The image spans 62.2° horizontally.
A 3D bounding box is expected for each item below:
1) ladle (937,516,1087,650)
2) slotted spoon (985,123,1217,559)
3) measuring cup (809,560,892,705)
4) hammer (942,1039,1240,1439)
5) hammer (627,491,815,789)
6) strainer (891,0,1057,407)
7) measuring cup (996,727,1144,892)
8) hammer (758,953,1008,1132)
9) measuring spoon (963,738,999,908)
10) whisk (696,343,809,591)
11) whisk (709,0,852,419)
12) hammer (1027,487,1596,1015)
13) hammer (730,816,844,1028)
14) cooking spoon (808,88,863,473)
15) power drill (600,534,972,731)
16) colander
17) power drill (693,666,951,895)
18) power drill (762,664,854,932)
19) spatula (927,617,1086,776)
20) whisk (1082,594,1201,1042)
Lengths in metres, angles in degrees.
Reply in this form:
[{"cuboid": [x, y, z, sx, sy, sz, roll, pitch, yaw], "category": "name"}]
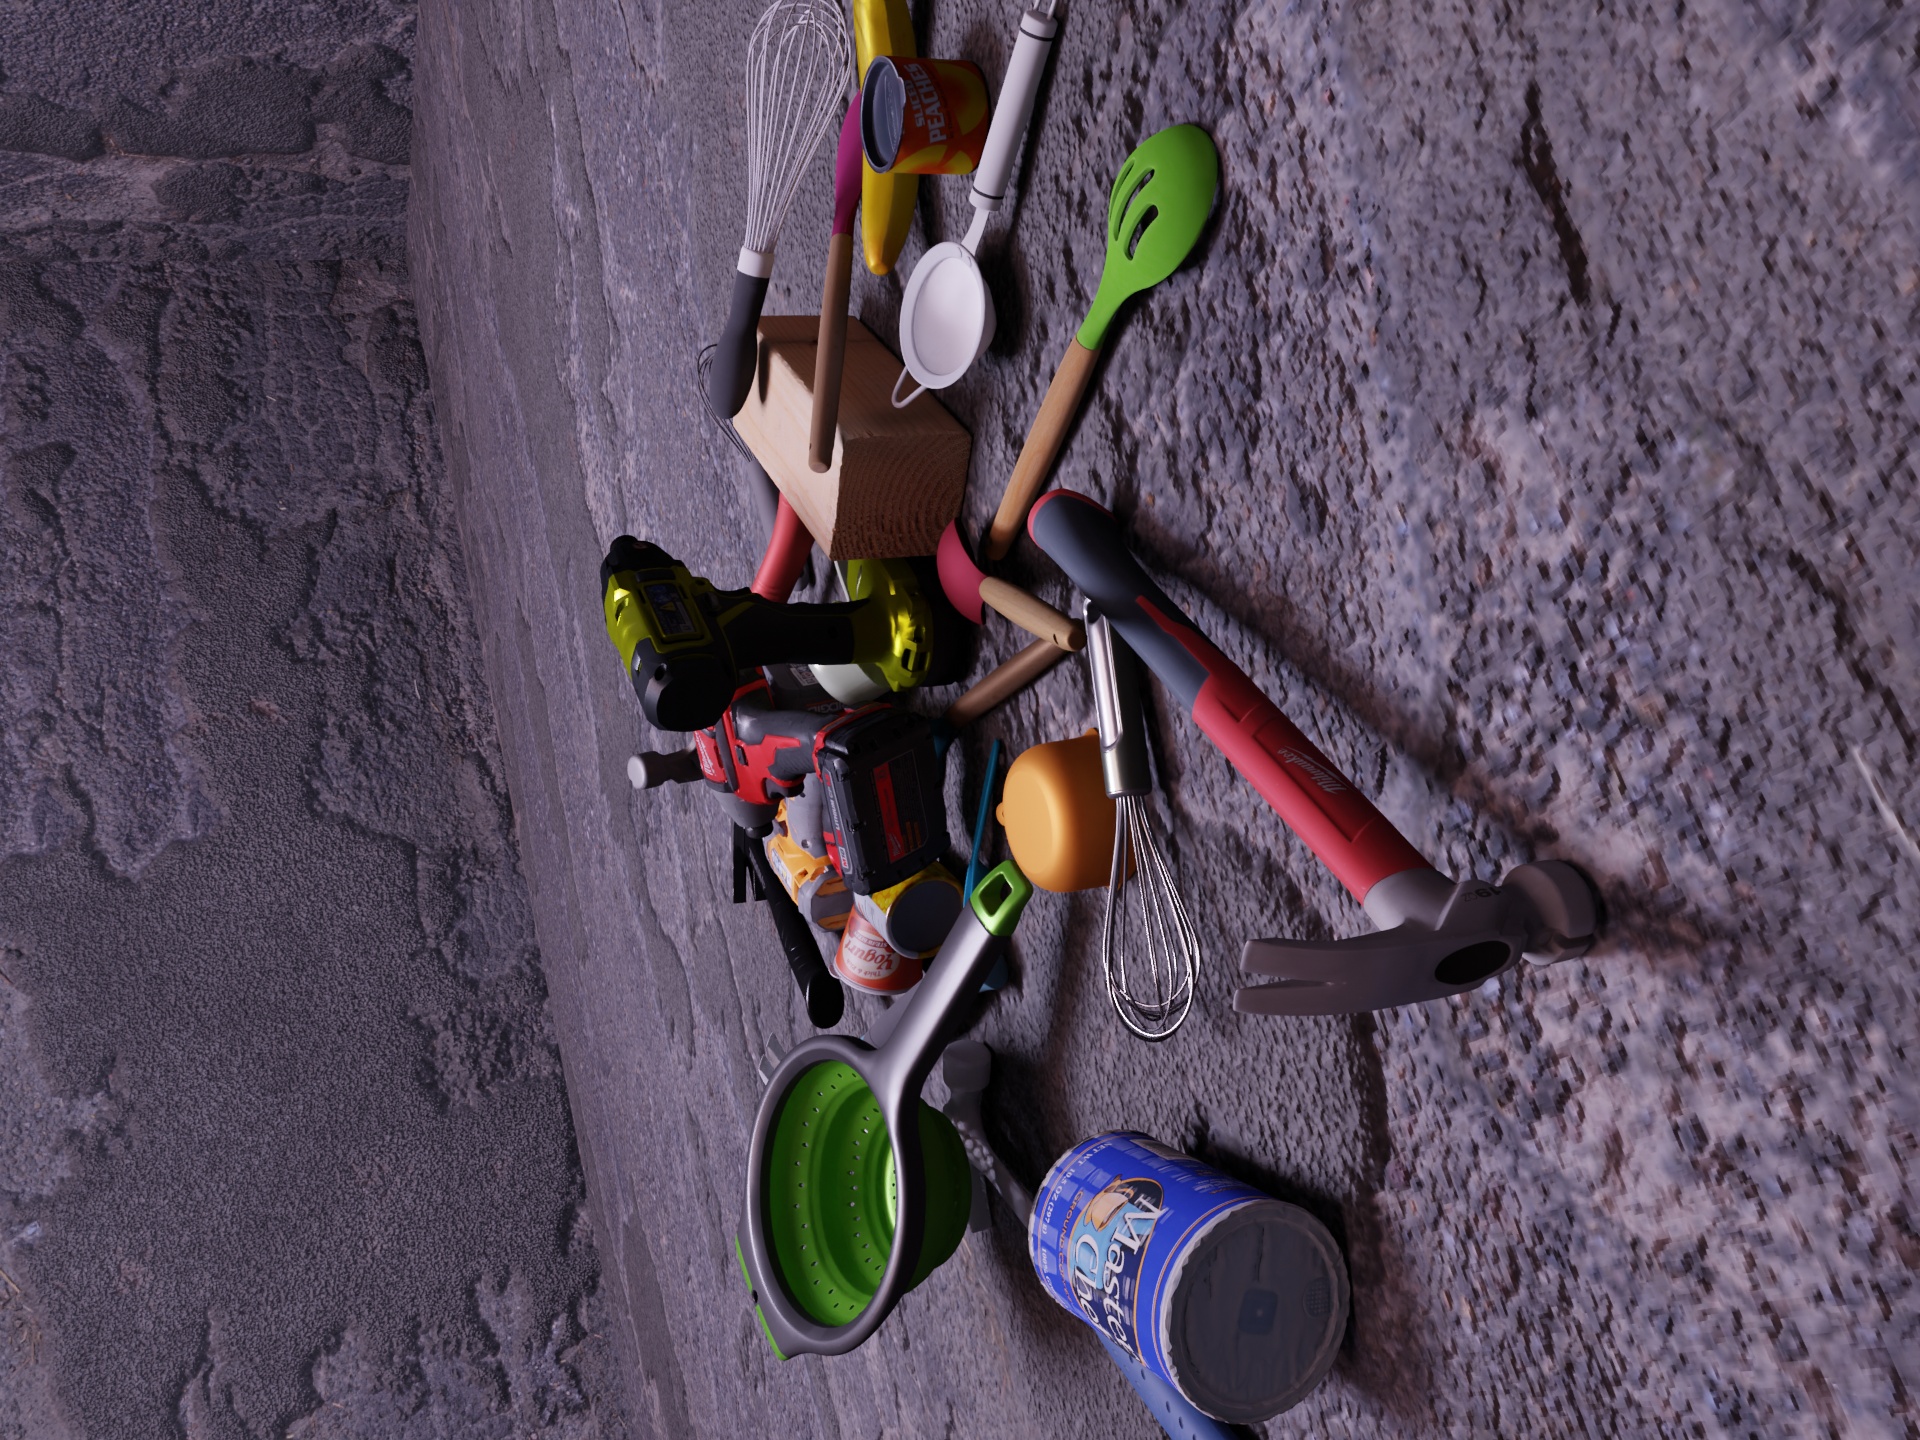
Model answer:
[{"cuboid": [0.024, -0.068, 0.875, 0.315, 0.031, 0.069, -133, 25, -74], "category": "ladle"}, {"cuboid": [0.062, -0.186, 0.862, 0.313, 0.031, 0.070, 116, 141, -54], "category": "slotted spoon"}, {"cuboid": [-0.093, -0.075, 1.189, 0.038, 0.083, 0.168, -34, 40, 15], "category": "measuring cup"}, {"cuboid": [0.082, 0.356, 0.969, 0.406, 0.035, 0.144, -143, 50, -58], "category": "hammer"}, {"cuboid": [-0.162, -0.073, 1.304, 0.037, 0.149, 0.359, 54, 136, 24], "category": "hammer"}, {"cuboid": [0.015, -0.293, 0.917, 0.087, 0.050, 0.258, 54, 138, 36], "category": "strainer"}, {"cuboid": [0.042, 0.057, 0.943, 0.173, 0.052, 0.095, -10, 88, 64], "category": "measuring cup"}, {"cuboid": [-0.052, 0.235, 1.173, 0.331, 0.128, 0.033, -49, 19, 50], "category": "hammer"}, {"cuboid": [0.021, 0.074, 1.047, 0.042, 0.021, 0.128, -100, 19, -73], "category": "measuring spoon"}, {"cuboid": [-0.173, -0.216, 1.347, 0.055, 0.055, 0.239, -49, 58, 60], "category": "whisk"}, {"cuboid": [-0.128, -0.332, 1.041, 0.070, 0.070, 0.284, 50, 130, 50], "category": "whisk"}, {"cuboid": [0.101, -0.010, 0.712, 0.387, 0.143, 0.038, -124, 33, -52], "category": "hammer"}, {"cuboid": [-0.158, 0.166, 1.403, 0.335, 0.035, 0.146, -128, 36, -59], "category": "hammer"}, {"cuboid": [-0.079, -0.293, 1.035, 0.068, 0.017, 0.319, 128, 149, -57], "category": "cooking spoon"}, {"cuboid": [-0.120, -0.076, 1.055, 0.171, 0.223, 0.080, -122, 34, -42], "category": "power drill"}, {"cuboid": [-0.023, 0.252, 1.044, 0.397, 0.094, 0.205, -61, 39, 25], "category": "colander"}, {"cuboid": [-0.110, 0.039, 1.117, 0.220, 0.078, 0.143, 18, 125, 46], "category": "power drill"}, {"cuboid": [-0.133, 0.035, 1.300, 0.186, 0.084, 0.226, -132, 36, -52], "category": "power drill"}, {"cuboid": [-0.002, -0.003, 1.036, 0.082, 0.044, 0.317, 63, 152, 5], "category": "spatula"}, {"cuboid": [0.090, 0.046, 0.846, 0.058, 0.059, 0.246, -18, 75, 53], "category": "whisk"}]
